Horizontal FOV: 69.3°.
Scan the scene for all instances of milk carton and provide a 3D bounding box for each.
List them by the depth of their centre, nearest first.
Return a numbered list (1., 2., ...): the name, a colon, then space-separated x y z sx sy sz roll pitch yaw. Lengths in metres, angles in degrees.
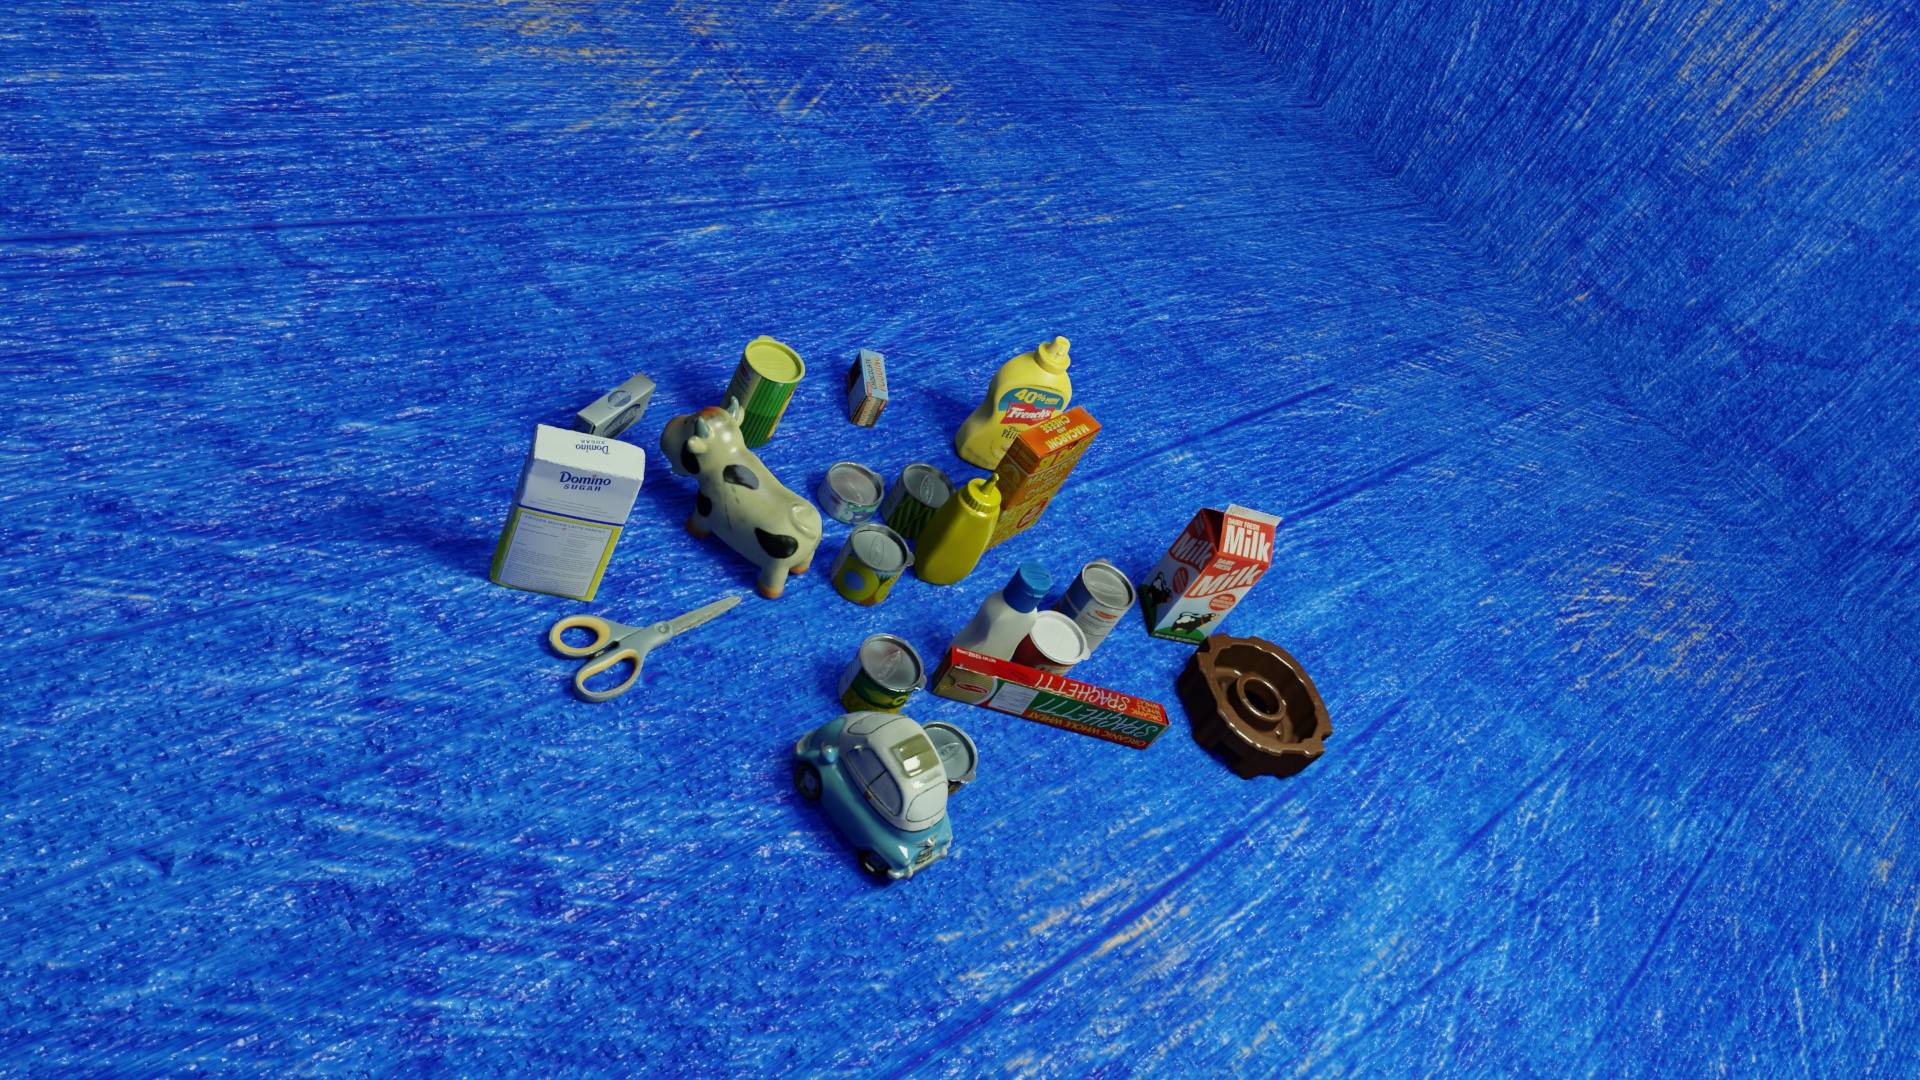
1. milk carton: 0.281 0.029 1.562 0.072 0.189 0.074 13 44 -24

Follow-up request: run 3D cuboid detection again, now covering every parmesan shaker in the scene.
1. parmesan shaker: -0.216 -0.158 1.485 0.071 0.102 0.072 19 42 -18

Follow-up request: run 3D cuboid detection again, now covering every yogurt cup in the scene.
1. yogurt cup: 0.091 0.115 1.453 0.072 0.053 0.073 19 42 -17

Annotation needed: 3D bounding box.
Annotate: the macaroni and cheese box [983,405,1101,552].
1. macaroni and cheese box: 0.073 -0.064 1.536 0.040 0.165 0.124 46 41 14

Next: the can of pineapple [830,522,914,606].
1. can of pineapple: -0.092 0.026 1.418 0.071 0.057 0.071 19 42 -17

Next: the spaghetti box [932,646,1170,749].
1. spaghetti box: 0.093 0.162 1.410 0.250 0.050 0.029 17 42 -19

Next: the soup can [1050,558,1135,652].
1. soup can: 0.141 0.072 1.508 0.071 0.083 0.072 19 42 -18

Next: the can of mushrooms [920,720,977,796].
1. can of mushrooms: -0.019 0.207 1.302 0.071 0.033 0.071 19 42 -17

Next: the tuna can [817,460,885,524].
1. tuna can: -0.117 -0.052 1.499 0.071 0.032 0.071 19 42 -17

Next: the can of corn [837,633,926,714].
1. can of corn: -0.074 0.134 1.320 0.071 0.058 0.071 19 42 -17

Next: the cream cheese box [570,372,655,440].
1. cream cheese box: -0.352 -0.125 1.399 0.024 0.053 0.104 37 39 3

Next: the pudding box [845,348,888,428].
1. pudding box: -0.109 -0.178 1.620 0.030 0.049 0.084 13 44 -23

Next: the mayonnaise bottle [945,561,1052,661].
1. mayonnaise bottle: 0.042 0.080 1.382 0.065 0.147 0.041 5 47 -31

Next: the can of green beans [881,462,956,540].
1. can of green beans: -0.046 -0.042 1.518 0.071 0.057 0.071 19 42 -17

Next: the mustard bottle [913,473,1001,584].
1. mustard bottle: 0.005 -0.018 1.448 0.065 0.159 0.049 8 46 -28
